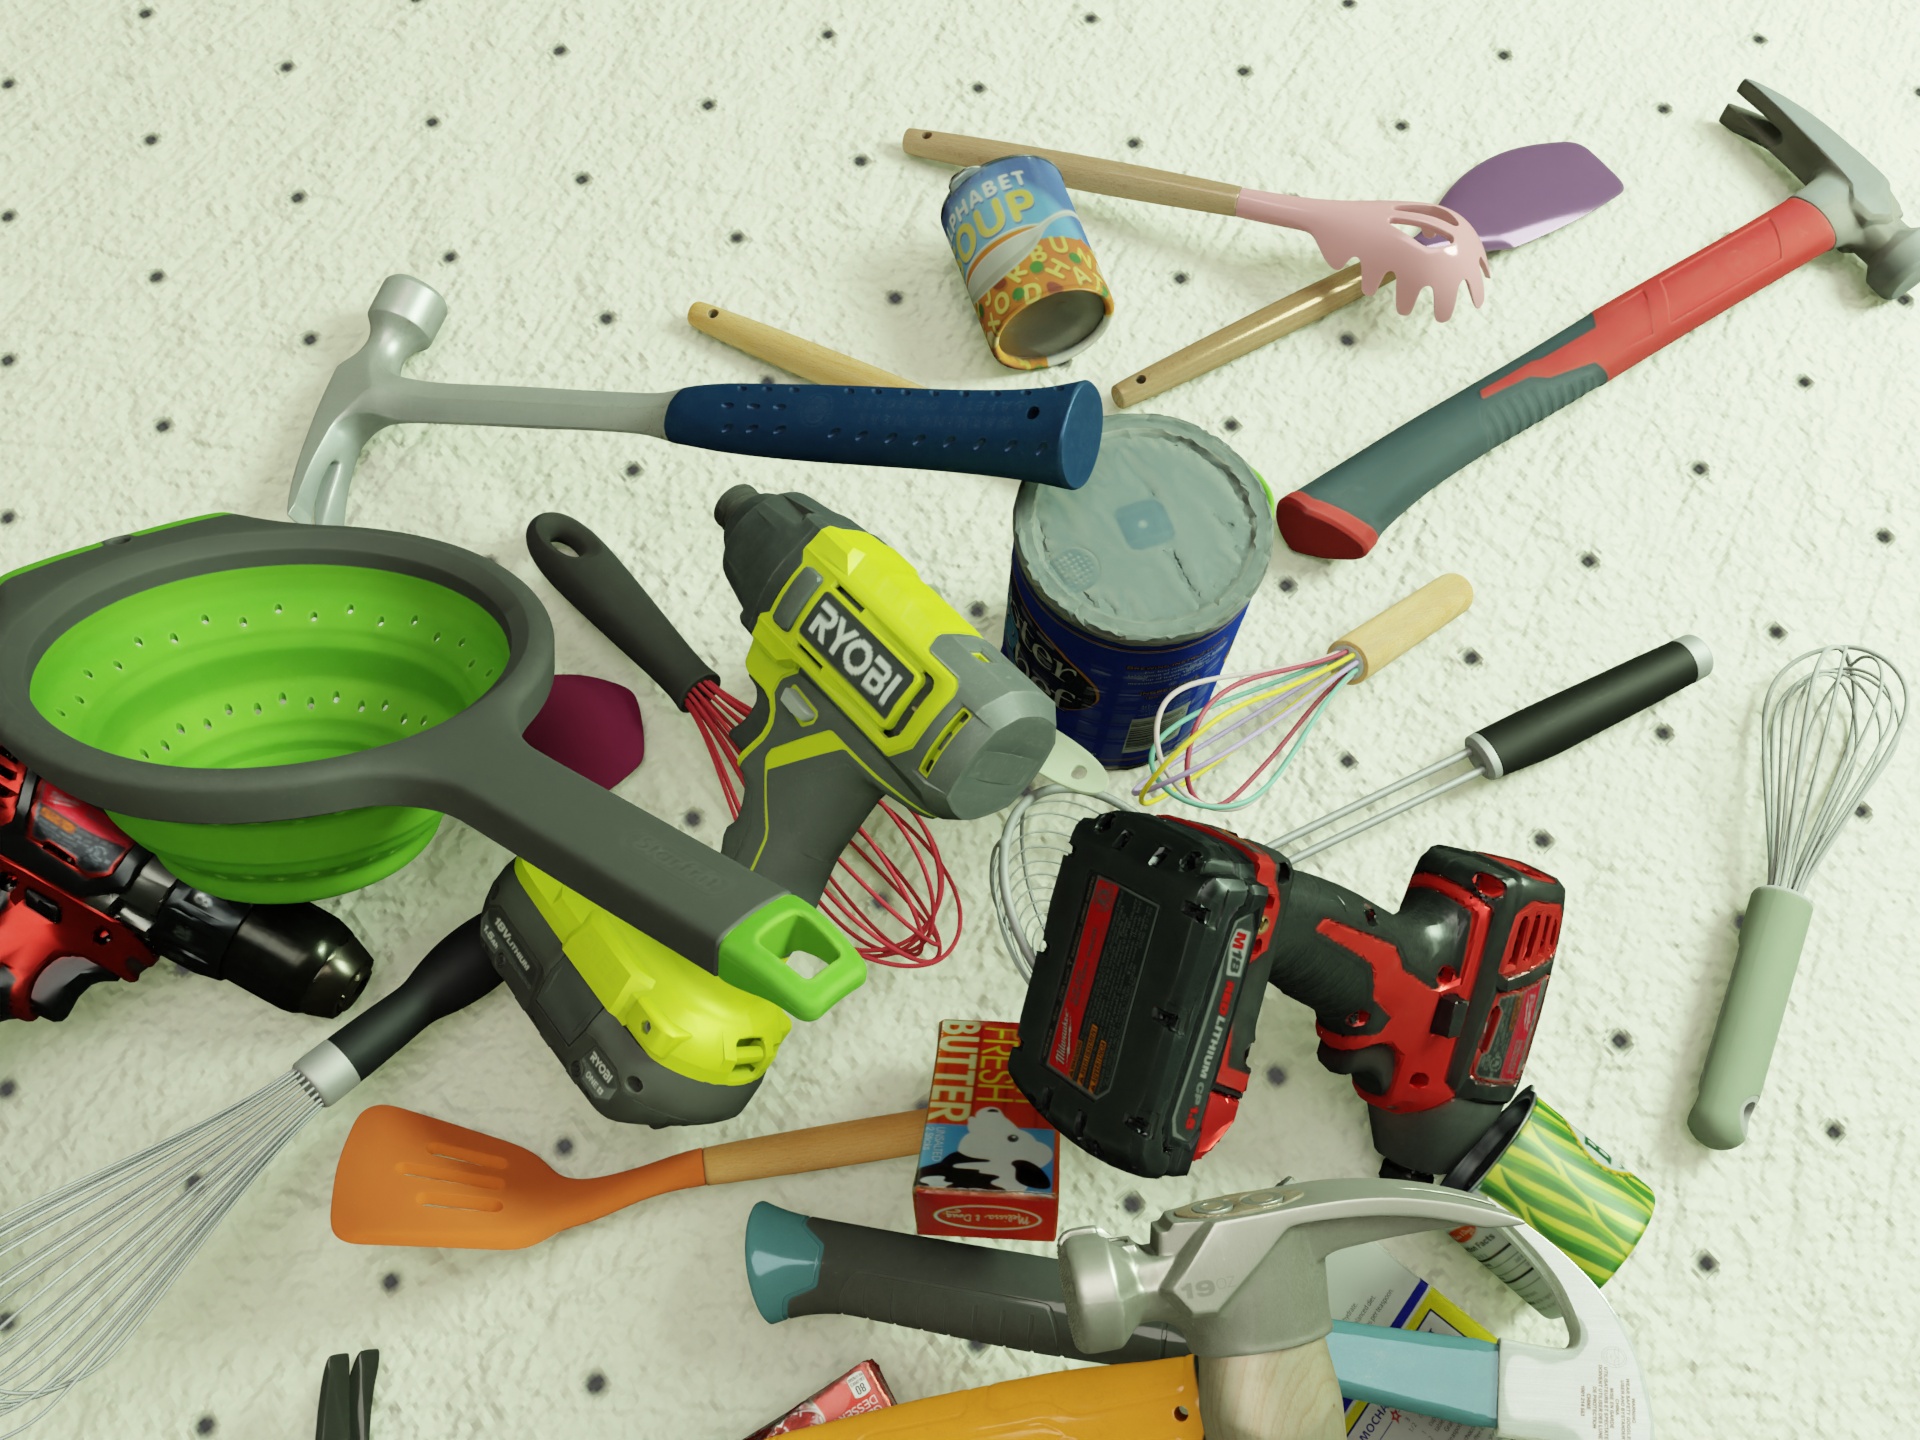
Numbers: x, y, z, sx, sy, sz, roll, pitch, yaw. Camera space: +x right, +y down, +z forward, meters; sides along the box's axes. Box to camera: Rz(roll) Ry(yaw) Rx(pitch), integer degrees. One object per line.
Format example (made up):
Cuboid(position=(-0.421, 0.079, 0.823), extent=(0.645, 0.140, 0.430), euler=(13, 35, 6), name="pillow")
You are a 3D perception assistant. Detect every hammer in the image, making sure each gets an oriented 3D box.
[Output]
Cuboid(position=(-0.133, -0.128, 0.693), extent=(0.406, 0.035, 0.144), euler=(9, 68, 28), name="hammer")
Cuboid(position=(-0.073, 0.264, 0.565), extent=(0.337, 0.034, 0.127), euler=(-14, 69, 8), name="hammer")
Cuboid(position=(0.133, 0.355, 0.500), extent=(0.146, 0.038, 0.411), euler=(-9, 88, -4), name="hammer")
Cuboid(position=(0.312, -0.199, 0.808), extent=(0.386, 0.038, 0.143), euler=(-30, 70, -13), name="hammer")
Cuboid(position=(0.076, 0.224, 0.583), extent=(0.331, 0.033, 0.128), euler=(5, 68, 14), name="hammer")

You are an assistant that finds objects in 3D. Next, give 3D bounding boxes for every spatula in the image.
Cuboid(position=(0.212, -0.234, 0.832), extent=(0.316, 0.018, 0.060), euler=(-29, 66, -14), name="spatula")
Cuboid(position=(-0.080, 0.169, 0.640), extent=(0.322, 0.041, 0.081), euler=(-7, 24, -8), name="spatula")

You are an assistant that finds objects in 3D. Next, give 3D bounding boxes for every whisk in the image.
Cuboid(position=(0.361, 0.071, 0.696), extent=(0.059, 0.057, 0.246), euler=(10, 66, 40), name="whisk")
Cuboid(position=(-0.272, 0.156, 0.610), extent=(0.070, 0.070, 0.284), euler=(39, 54, 14), name="whisk")
Cuboid(position=(-0.105, 0.001, 0.706), extent=(0.073, 0.073, 0.296), euler=(-39, 67, -16), name="whisk")
Cuboid(position=(0.157, -0.019, 0.680), extent=(0.051, 0.047, 0.245), euler=(23, 37, 38), name="whisk")

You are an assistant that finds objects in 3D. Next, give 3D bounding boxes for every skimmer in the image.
Cuboid(position=(0.183, 0.031, 0.680), extent=(0.363, 0.090, 0.127), euler=(-24, 71, -11), name="skimmer")

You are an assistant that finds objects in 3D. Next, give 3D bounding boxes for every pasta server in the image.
Cuboid(position=(0.118, -0.269, 0.830), extent=(0.316, 0.040, 0.060), euler=(16, 62, 14), name="pasta server")

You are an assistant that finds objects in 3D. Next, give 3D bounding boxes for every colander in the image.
Cuboid(position=(-0.199, 0.037, 0.590), extent=(0.397, 0.094, 0.204), euler=(25, 35, 27), name="colander")

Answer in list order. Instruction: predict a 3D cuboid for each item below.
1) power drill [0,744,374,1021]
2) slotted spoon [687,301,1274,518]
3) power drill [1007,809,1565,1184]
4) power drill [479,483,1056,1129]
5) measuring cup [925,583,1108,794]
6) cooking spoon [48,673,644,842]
Cuboid(position=(-0.369, 0.130, 0.631), extent=(0.188, 0.080, 0.227), euler=(30, 67, -3), name="power drill")
Cuboid(position=(0.004, -0.148, 0.787), extent=(0.314, 0.031, 0.070), euler=(24, 68, 11), name="slotted spoon")
Cuboid(position=(0.134, 0.112, 0.600), extent=(0.219, 0.079, 0.143), euler=(10, 97, -34), name="power drill")
Cuboid(position=(-0.085, 0.030, 0.617), extent=(0.171, 0.080, 0.223), euler=(44, 107, 29), name="power drill")
Cuboid(position=(-0.001, -0.002, 0.697), extent=(0.168, 0.038, 0.083), euler=(32, 66, 29), name="measuring cup")
Cuboid(position=(-0.301, 0.029, 0.709), extent=(0.319, 0.017, 0.069), euler=(-10, 70, -5), name="cooking spoon")
